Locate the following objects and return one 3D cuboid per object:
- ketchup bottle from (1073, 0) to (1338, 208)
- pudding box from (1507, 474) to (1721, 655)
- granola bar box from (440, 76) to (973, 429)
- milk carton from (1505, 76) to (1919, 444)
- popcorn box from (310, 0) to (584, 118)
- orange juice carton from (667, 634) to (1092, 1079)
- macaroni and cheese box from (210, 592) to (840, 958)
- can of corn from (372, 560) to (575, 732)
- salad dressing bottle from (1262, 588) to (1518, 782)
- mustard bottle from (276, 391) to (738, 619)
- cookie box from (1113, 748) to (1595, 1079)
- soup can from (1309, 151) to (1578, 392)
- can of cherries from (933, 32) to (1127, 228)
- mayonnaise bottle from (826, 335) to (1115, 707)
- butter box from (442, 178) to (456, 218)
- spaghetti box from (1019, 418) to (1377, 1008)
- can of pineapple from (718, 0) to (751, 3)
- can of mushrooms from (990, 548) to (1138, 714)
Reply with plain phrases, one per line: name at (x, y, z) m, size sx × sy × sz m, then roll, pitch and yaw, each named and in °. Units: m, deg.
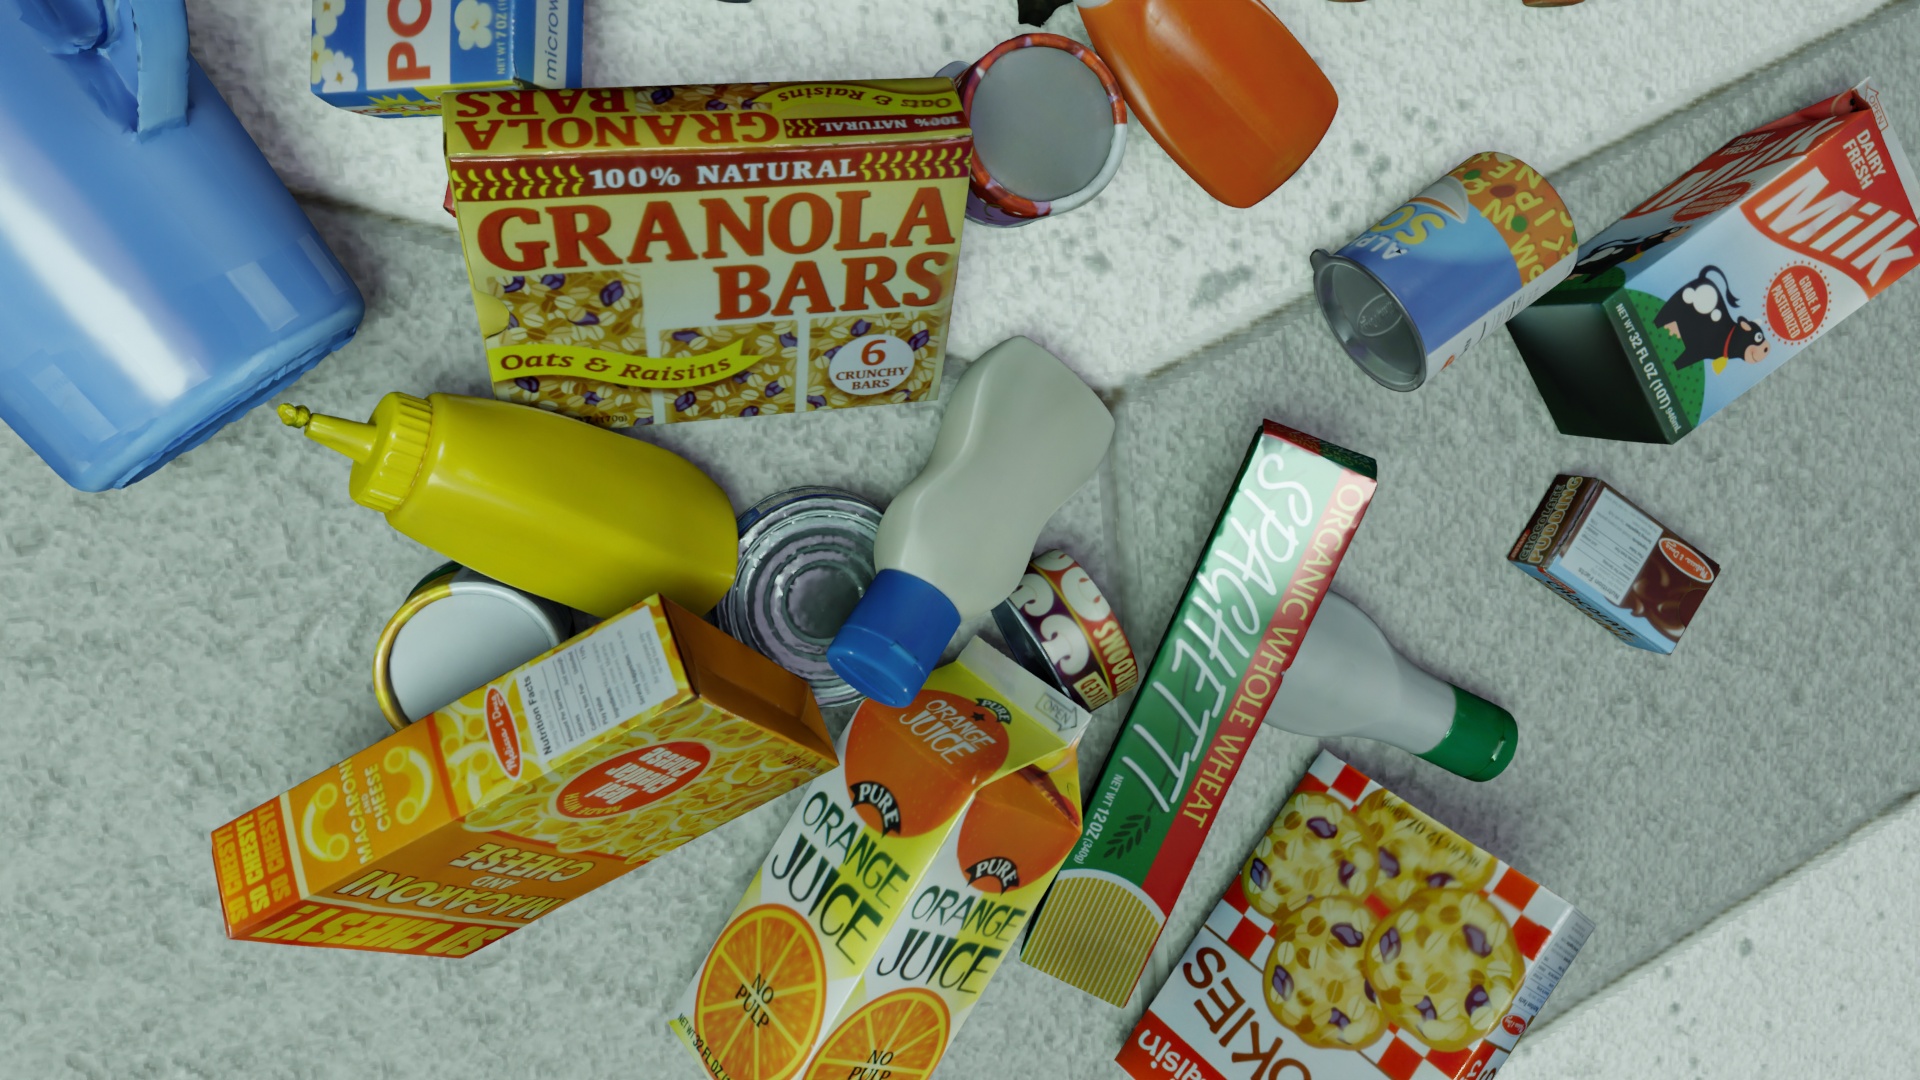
ketchup bottle at (0.080, -0.191, 0.523) m, size 0.148 × 0.044 × 0.064 m, roll 33°, pitch 103°, yaw -37°
pudding box at (0.300, 0.011, 0.638) m, size 0.083 × 0.030 × 0.049 m, roll 31°, pitch 88°, yaw -16°
granola bar box at (-0.084, -0.097, 0.486) m, size 0.166 × 0.039 × 0.123 m, roll -6°, pitch 142°, yaw -13°
milk carton at (0.342, -0.125, 0.608) m, size 0.191 × 0.073 × 0.072 m, roll -34°, pitch 104°, yaw -8°
popcorn box at (-0.170, -0.208, 0.464) m, size 0.085 × 0.038 × 0.126 m, roll 4°, pitch 93°, yaw 22°
orange juice carton at (-0.023, 0.132, 0.536) m, size 0.073 × 0.072 × 0.192 m, roll 30°, pitch 92°, yaw -46°
macaroni and cheese box at (-0.141, 0.087, 0.476) m, size 0.166 × 0.123 × 0.040 m, roll -27°, pitch 66°, yaw 6°
can of corn at (-0.177, 0.044, 0.509) m, size 0.071 × 0.058 × 0.071 m, roll -2°, pitch 98°, yaw -13°
salad dressing bottle at (0.176, 0.064, 0.607) m, size 0.147 × 0.044 × 0.064 m, roll 25°, pitch 90°, yaw -17°
mustard bottle at (-0.155, -0.017, 0.481) m, size 0.160 × 0.065 × 0.048 m, roll 22°, pitch 128°, yaw -35°
cookie box at (0.159, 0.191, 0.578) m, size 0.040 × 0.123 × 0.167 m, roll 36°, pitch 87°, yaw -45°
soup can at (0.199, -0.114, 0.578) m, size 0.084 × 0.071 × 0.071 m, roll -36°, pitch 104°, yaw -7°
can of cherries at (0.022, -0.157, 0.532) m, size 0.071 × 0.058 × 0.071 m, roll -2°, pitch 98°, yaw -14°
mayonnaise bottle at (0.002, -0.007, 0.528) m, size 0.064 × 0.041 × 0.149 m, roll 41°, pitch 63°, yaw -17°
butter box at (-0.133, -0.134, 0.514) m, size 0.103 × 0.024 × 0.053 m, roll 11°, pitch 94°, yaw -15°
spaghetti box at (0.093, 0.073, 0.561) m, size 0.050 × 0.029 × 0.249 m, roll 24°, pitch 105°, yaw 5°
can of pineapple at (-0.097, -0.230, 0.491) m, size 0.071 × 0.071 × 0.057 m, roll 9°, pitch 95°, yaw -15°
can of mushrooms at (0.042, 0.040, 0.556) m, size 0.033 × 0.071 × 0.071 m, roll -30°, pitch 103°, yaw -10°
